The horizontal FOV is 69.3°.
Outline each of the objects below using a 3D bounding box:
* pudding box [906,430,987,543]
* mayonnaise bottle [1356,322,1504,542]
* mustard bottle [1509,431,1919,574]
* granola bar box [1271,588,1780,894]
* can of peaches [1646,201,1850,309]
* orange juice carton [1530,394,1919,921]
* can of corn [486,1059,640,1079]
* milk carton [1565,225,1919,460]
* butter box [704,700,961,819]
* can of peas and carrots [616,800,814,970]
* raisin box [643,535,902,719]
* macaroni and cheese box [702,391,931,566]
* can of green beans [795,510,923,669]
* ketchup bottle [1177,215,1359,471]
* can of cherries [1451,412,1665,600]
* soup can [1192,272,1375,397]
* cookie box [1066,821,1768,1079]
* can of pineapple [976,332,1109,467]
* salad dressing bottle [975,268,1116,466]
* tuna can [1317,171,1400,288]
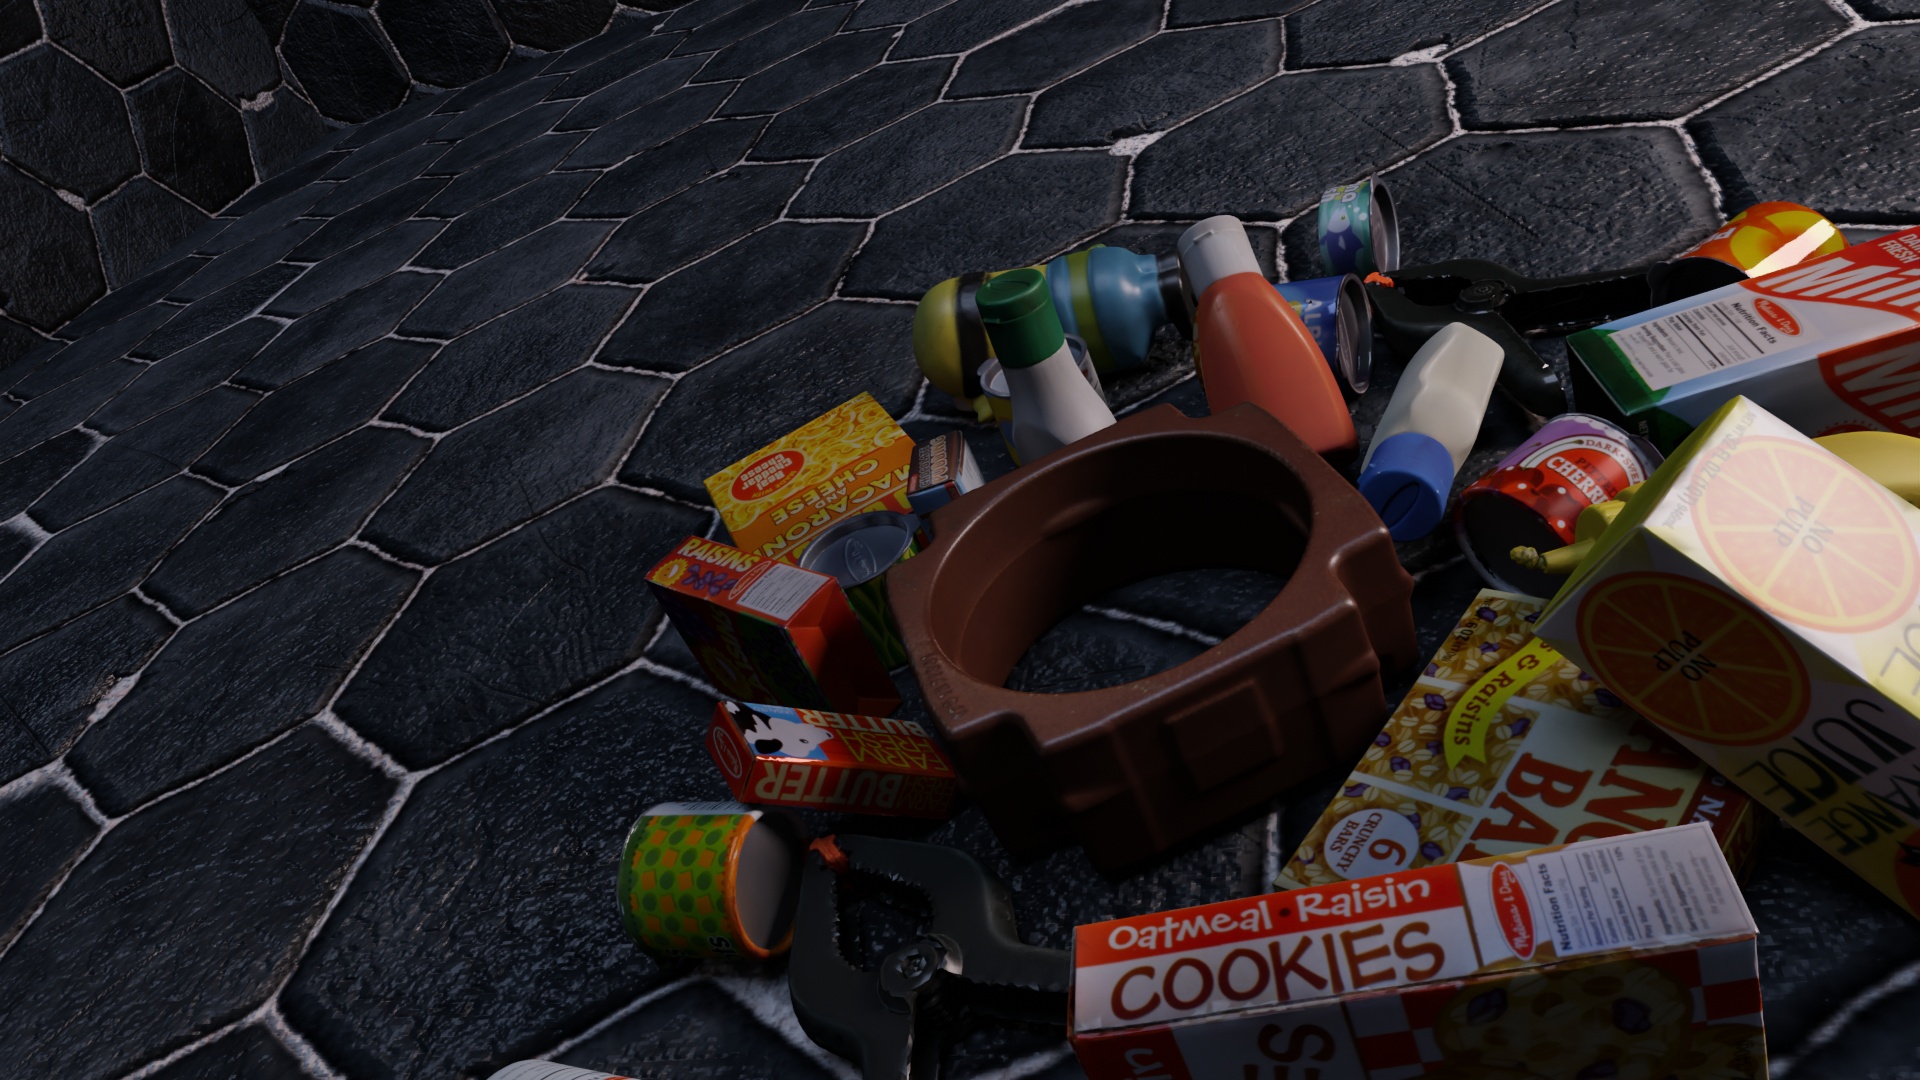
[{"bbox_3d":[0.003,-0.009,0.729,0.030,0.083,0.050,-19,33,15],"label":"pudding box"},{"bbox_3d":[0.215,-0.048,0.643,0.041,0.064,0.149,33,38,7],"label":"mayonnaise bottle"},{"bbox_3d":[0.289,0.000,0.522,0.160,0.065,0.049,-8,34,2],"label":"mustard bottle"},{"bbox_3d":[0.207,0.092,0.487,0.124,0.039,0.166,14,48,44],"label":"granola bar box"},{"bbox_3d":[0.374,-0.120,0.658,0.058,0.071,0.071,-34,33,-16],"label":"can of peaches"},{"bbox_3d":[0.286,0.050,0.422,0.193,0.072,0.072,40,62,17],"label":"orange juice carton"},{"bbox_3d":[-0.142,0.227,0.499,0.058,0.071,0.071,-3,38,31],"label":"can of corn"},{"bbox_3d":[0.370,-0.072,0.589,0.190,0.072,0.074,-18,33,12],"label":"milk carton"},{"bbox_3d":[-0.055,0.096,0.609,0.103,0.024,0.053,11,16,-30],"label":"butter box"},{"bbox_3d":[-0.102,0.147,0.590,0.058,0.070,0.071,-7,36,25],"label":"can of peas and carrots"},{"bbox_3d":[-0.097,0.049,0.707,0.123,0.085,0.040,13,50,44],"label":"raisin box"},{"bbox_3d":[-0.078,-0.020,0.838,0.124,0.040,0.167,-30,32,-7],"label":"macaroni and cheese box"},{"bbox_3d":[-0.045,0.027,0.731,0.071,0.057,0.071,-17,33,12],"label":"can of green beans"},{"bbox_3d":[0.153,-0.099,0.722,0.064,0.043,0.149,-25,68,23],"label":"ketchup bottle"},{"bbox_3d":[0.251,-0.012,0.580,0.058,0.071,0.071,-35,33,-16],"label":"can of cherries"},{"bbox_3d":[0.179,-0.109,0.773,0.083,0.071,0.072,-3,38,32],"label":"soup can"},{"bbox_3d":[0.127,0.147,0.382,0.167,0.122,0.040,-14,33,16],"label":"cookie box"},{"bbox_3d":[0.051,-0.082,0.826,0.071,0.057,0.071,-17,32,11],"label":"can of pineapple"},{"bbox_3d":[0.049,-0.070,0.725,0.064,0.147,0.044,13,48,44],"label":"salad dressing bottle"},{"bbox_3d":[0.241,-0.185,0.839,0.033,0.070,0.071,-4,37,31],"label":"tuna can"}]
